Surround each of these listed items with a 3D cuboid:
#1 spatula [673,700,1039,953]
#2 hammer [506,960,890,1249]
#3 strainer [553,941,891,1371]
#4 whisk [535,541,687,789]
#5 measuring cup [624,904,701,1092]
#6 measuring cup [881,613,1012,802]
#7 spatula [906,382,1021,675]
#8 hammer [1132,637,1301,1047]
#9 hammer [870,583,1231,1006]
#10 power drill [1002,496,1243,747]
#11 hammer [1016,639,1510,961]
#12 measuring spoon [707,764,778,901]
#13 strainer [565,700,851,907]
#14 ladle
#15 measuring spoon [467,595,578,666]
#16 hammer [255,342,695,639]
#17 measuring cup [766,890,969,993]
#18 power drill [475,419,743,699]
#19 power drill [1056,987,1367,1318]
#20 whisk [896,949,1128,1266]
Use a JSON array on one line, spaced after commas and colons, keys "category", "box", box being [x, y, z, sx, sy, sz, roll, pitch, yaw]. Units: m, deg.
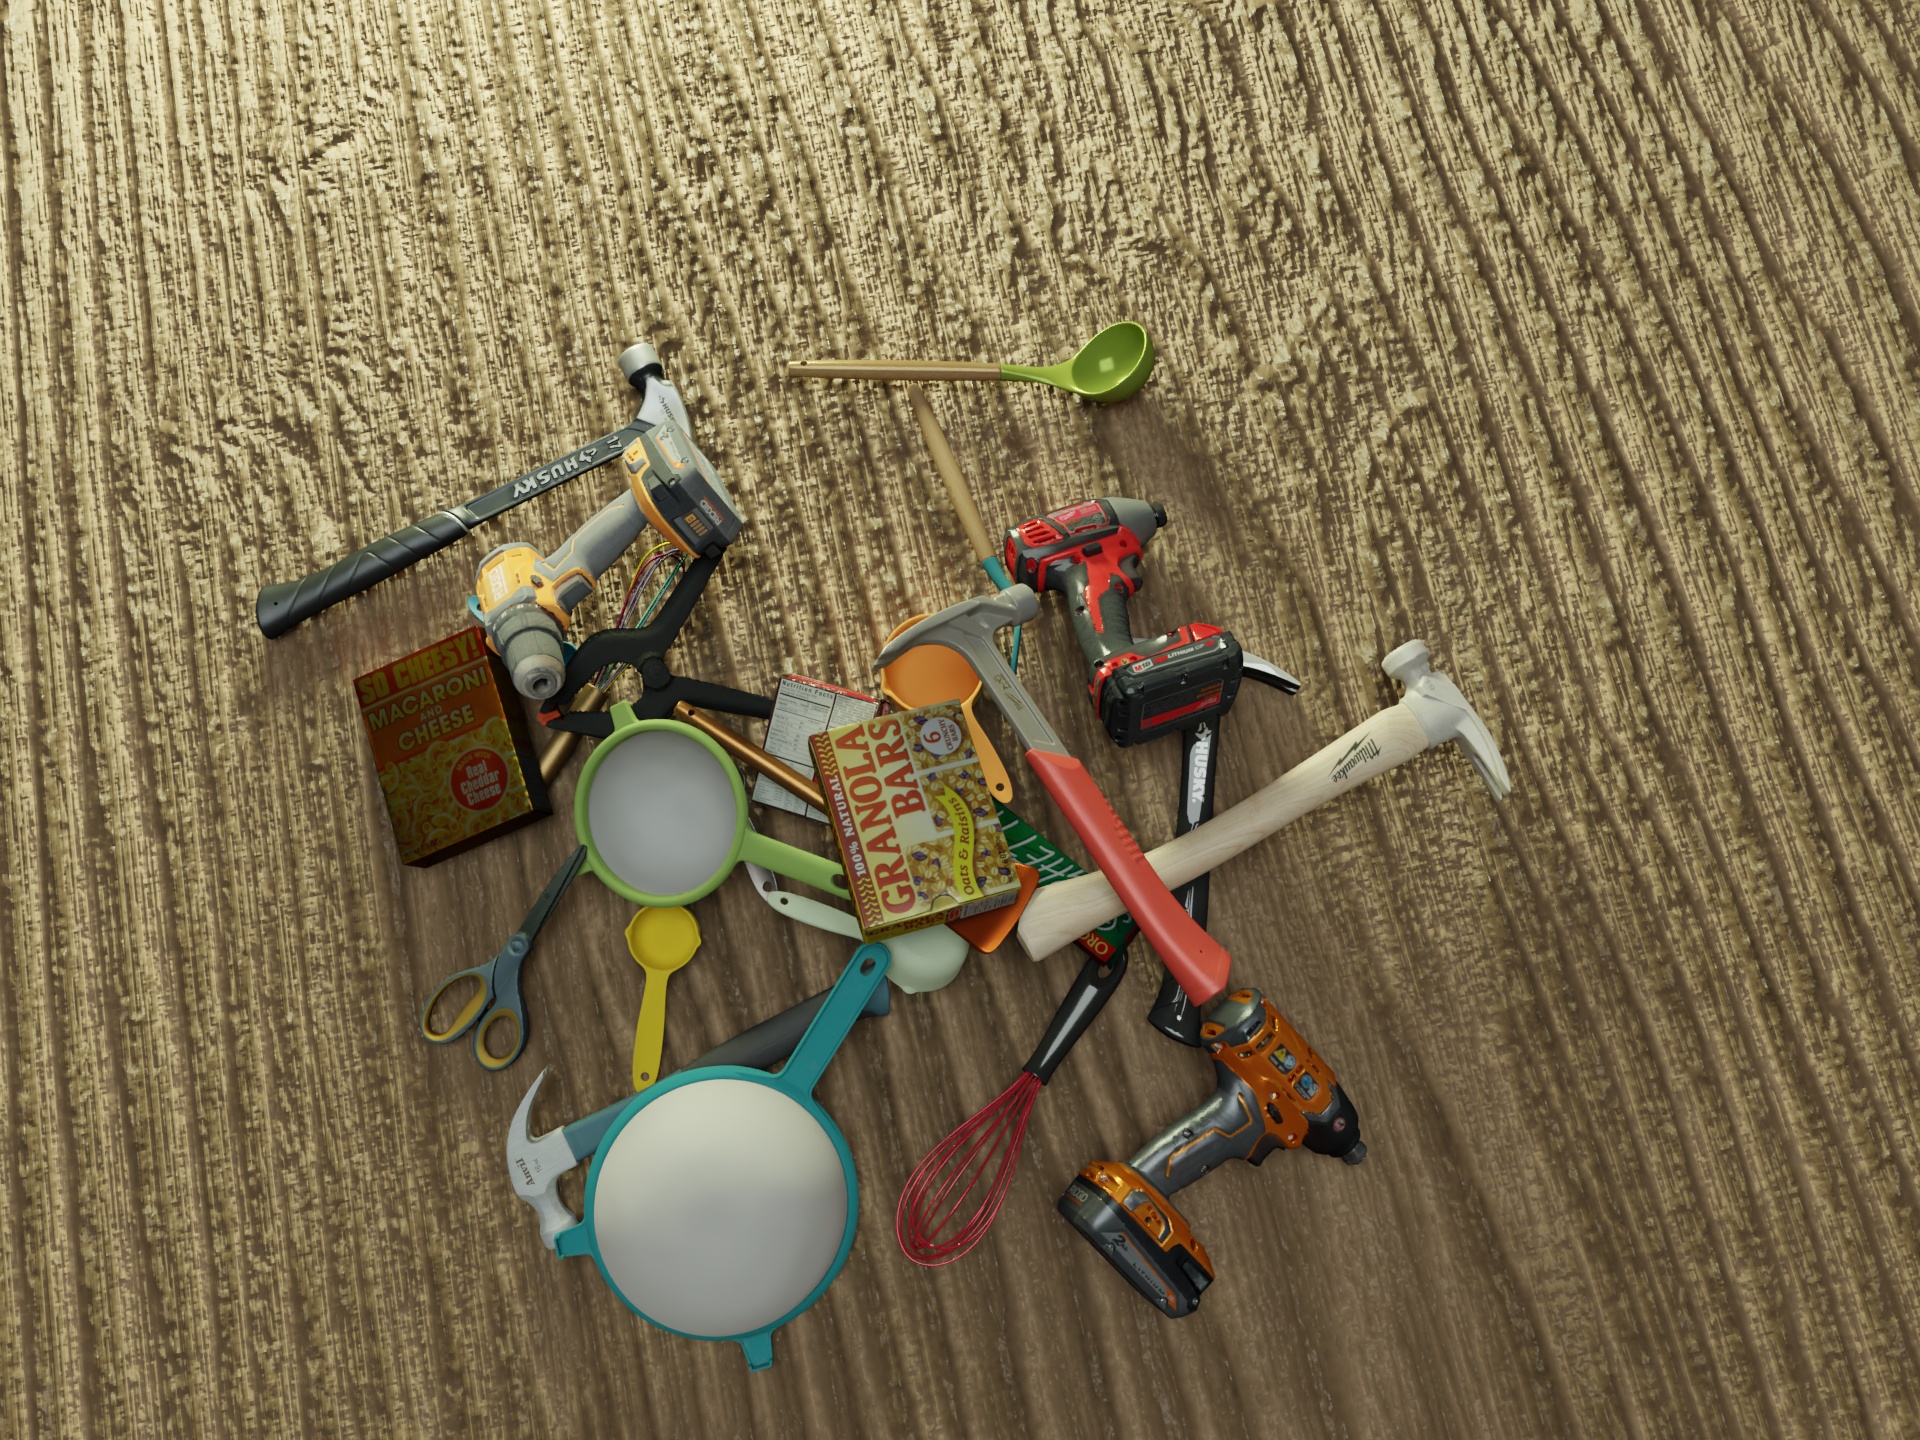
[{"category": "spatula", "box": [-0.091, 0.071, 1.256, 0.322, 0.041, 0.081, 32, 69, 6]}, {"category": "hammer", "box": [-0.202, 0.283, 1.260, 0.331, 0.033, 0.128, -26, 90, -8]}, {"category": "strainer", "box": [-0.147, 0.318, 1.193, 0.211, 0.095, 0.340, 32, 88, -3]}, {"category": "whisk", "box": [-0.297, -0.047, 1.343, 0.047, 0.051, 0.245, 35, 83, -27]}, {"category": "measuring cup", "box": [-0.246, 0.224, 1.290, 0.062, 0.029, 0.156, 7, 89, 0]}, {"category": "measuring cup", "box": [-0.002, -0.004, 1.324, 0.095, 0.052, 0.174, -27, 80, -6]}, {"category": "spatula", "box": [0.005, -0.155, 1.360, 0.044, 0.082, 0.318, -21, 71, -5]}, {"category": "hammer", "box": [0.196, 0.098, 1.305, 0.146, 0.035, 0.335, 5, 77, 3]}, {"category": "hammer", "box": [0.083, 0.063, 1.216, 0.149, 0.036, 0.359, -26, 76, -28]}, {"category": "power drill", "box": [0.138, -0.095, 1.305, 0.143, 0.078, 0.220, -19, 56, -12]}, {"category": "hammer", "box": [0.233, 0.088, 1.259, 0.410, 0.038, 0.146, -28, 72, -9]}, {"category": "measuring spoon", "box": [-0.176, 0.094, 1.323, 0.034, 0.018, 0.124, -23, 84, 13]}, {"category": "strainer", "box": [-0.183, 0.089, 1.281, 0.256, 0.069, 0.151, 19, 97, 12]}, {"category": "ladle", "box": [0.009, -0.313, 1.388, 0.320, 0.062, 0.078, 1, 56, 0]}, {"category": "measuring spoon", "box": [-0.374, -0.068, 1.365, 0.129, 0.021, 0.042, 35, 72, 18]}, {"category": "hammer", "box": [-0.418, -0.176, 1.379, 0.409, 0.036, 0.149, -28, 79, -5]}, {"category": "measuring cup", "box": [-0.072, 0.160, 1.266, 0.167, 0.038, 0.083, 19, 53, -8]}, {"category": "power drill", "box": [-0.289, -0.124, 1.285, 0.226, 0.084, 0.186, -36, 40, 4]}, {"category": "power drill", "box": [0.202, 0.340, 1.219, 0.226, 0.084, 0.164, -45, 98, -13]}, {"category": "whisk", "box": [0.046, 0.296, 1.250, 0.073, 0.073, 0.296, 34, 73, 8]}]
